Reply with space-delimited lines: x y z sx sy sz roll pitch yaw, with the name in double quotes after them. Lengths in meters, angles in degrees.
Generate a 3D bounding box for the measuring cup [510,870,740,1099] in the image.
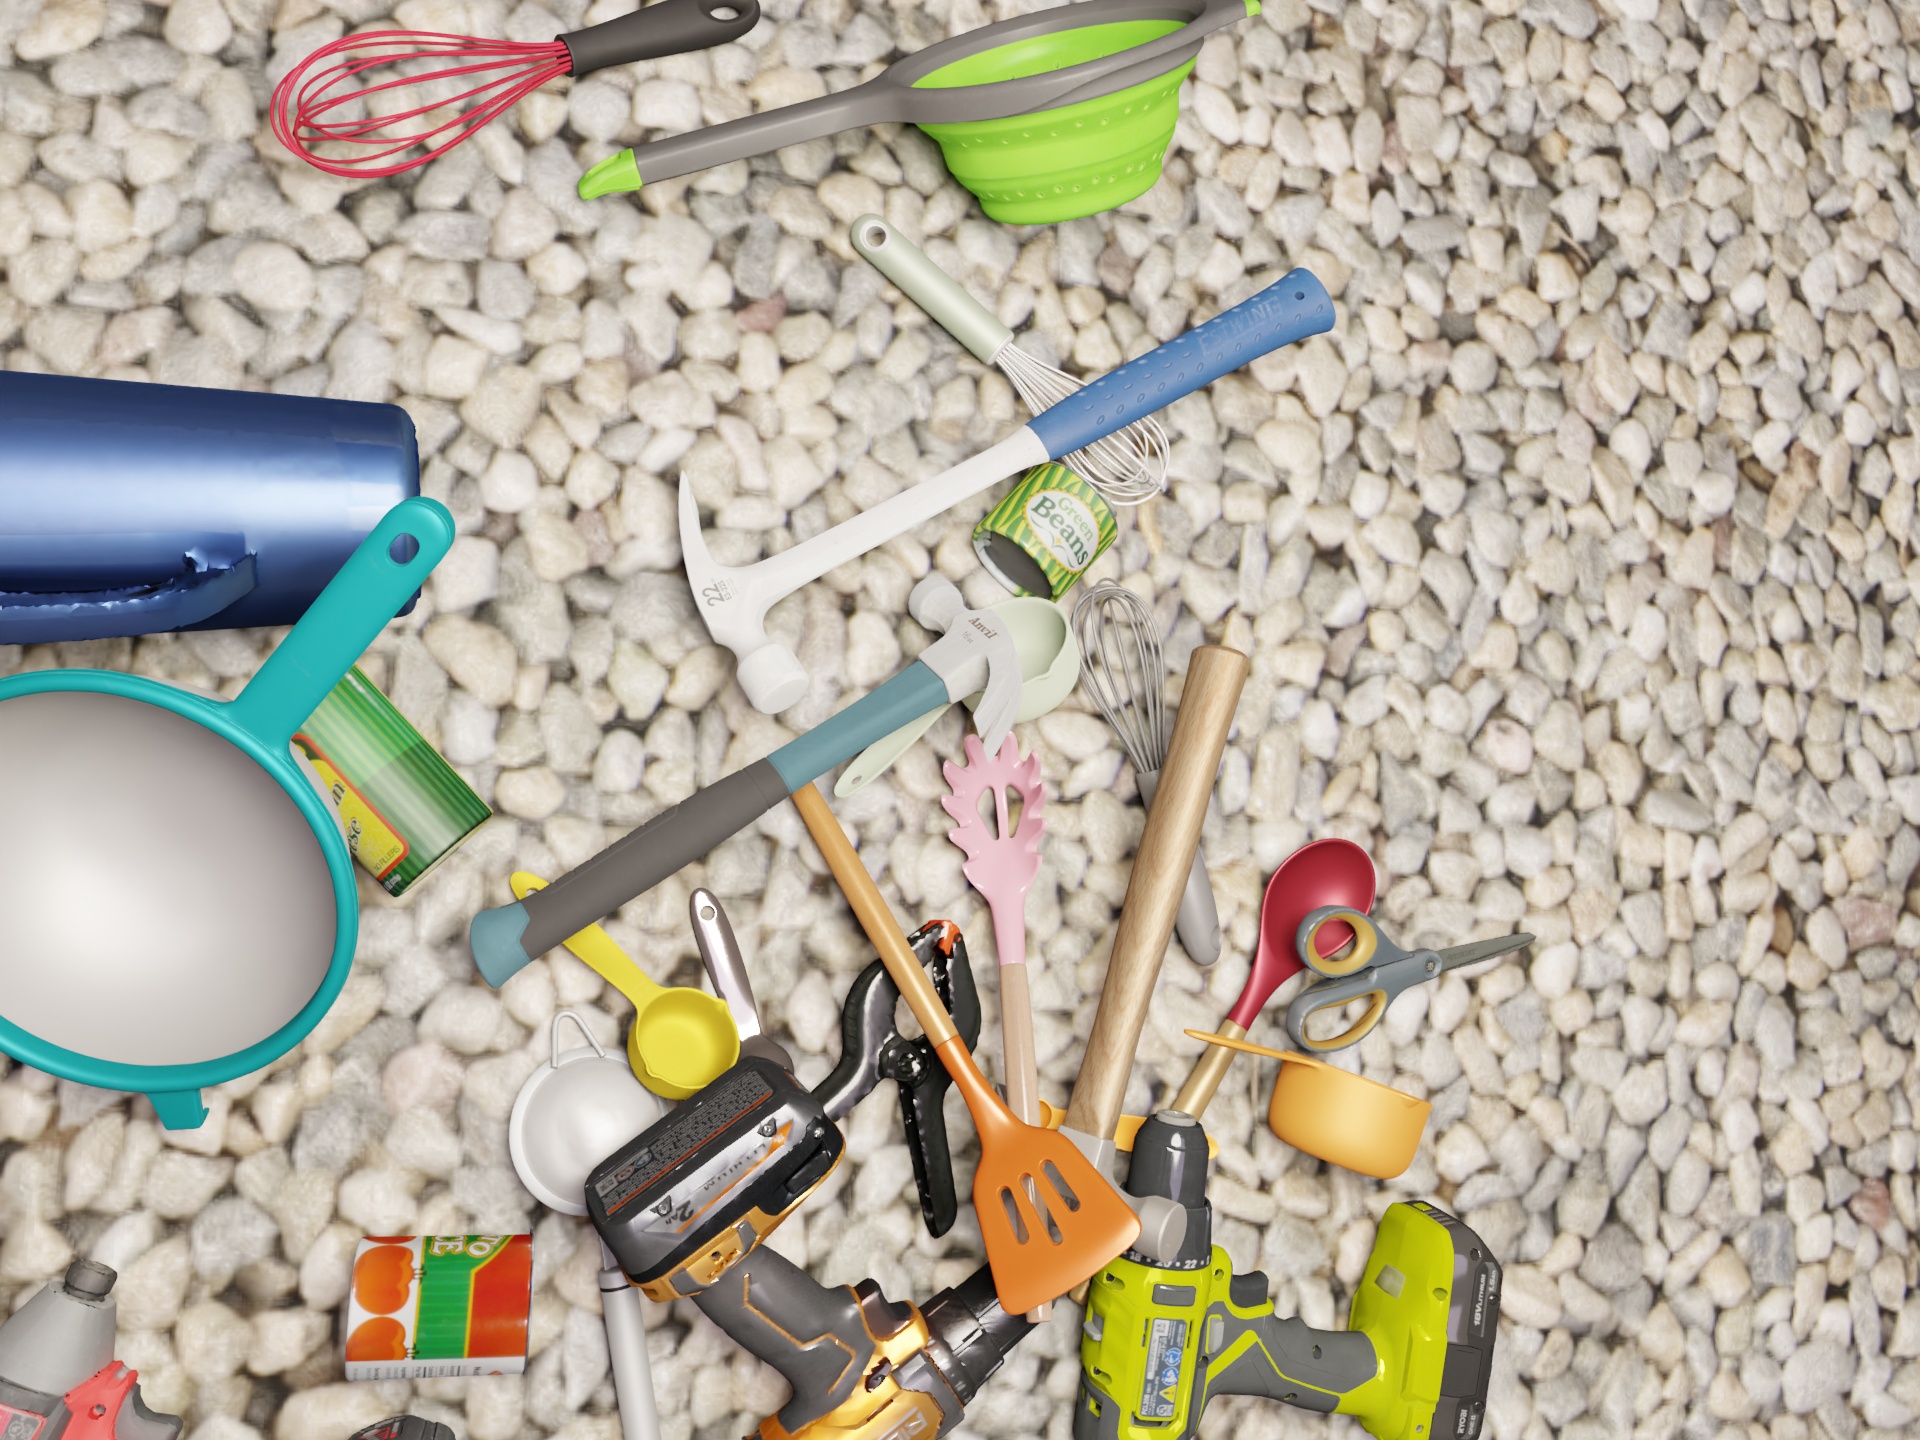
-0.184 0.140 0.845 0.156 0.029 0.062 42 45 6 "measuring cup"

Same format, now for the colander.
-0.020 -0.330 0.932 0.397 0.205 0.094 -17 122 -4 "colander"

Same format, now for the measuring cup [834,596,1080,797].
-0.001 -0.003 0.905 0.167 0.083 0.038 -41 134 -12 "measuring cup"

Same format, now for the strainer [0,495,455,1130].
-0.332 0.017 0.728 0.211 0.095 0.340 41 104 -16 "strainer"

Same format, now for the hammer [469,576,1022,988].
-0.109 0.036 0.844 0.331 0.128 0.033 -32 133 -15 "hammer"

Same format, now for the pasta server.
0.029 0.159 0.867 0.060 0.040 0.316 -7 67 8 "pasta server"

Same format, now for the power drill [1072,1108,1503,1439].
0.181 0.322 0.892 0.228 0.080 0.190 9 89 -15 "power drill"

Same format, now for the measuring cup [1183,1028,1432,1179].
0.188 0.218 0.905 0.173 0.095 0.052 21 84 -27 "measuring cup"

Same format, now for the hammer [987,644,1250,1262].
0.100 0.115 0.882 0.031 0.130 0.331 32 71 -53 "hammer"

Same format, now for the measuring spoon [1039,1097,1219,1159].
0.091 0.235 0.911 0.117 0.011 0.021 11 80 -3 "measuring spoon"

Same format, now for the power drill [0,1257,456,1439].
-0.354 0.349 0.734 0.219 0.078 0.143 24 75 -10 "power drill"

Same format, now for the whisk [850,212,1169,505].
0.030 -0.218 0.957 0.246 0.059 0.058 41 95 -3 "whisk"

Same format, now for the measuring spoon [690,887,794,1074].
-0.121 0.149 0.865 0.034 0.018 0.124 -19 87 -19 "measuring spoon"

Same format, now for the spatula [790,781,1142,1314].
-0.020 0.148 0.840 0.081 0.041 0.323 -32 73 -1 "spatula"

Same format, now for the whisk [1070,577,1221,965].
0.115 0.031 0.944 0.055 0.055 0.239 -17 91 -19 "whisk"

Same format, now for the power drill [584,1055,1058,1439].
-0.061 0.280 0.810 0.185 0.084 0.226 -34 110 -16 "power drill"

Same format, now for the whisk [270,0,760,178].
-0.239 -0.367 0.891 0.296 0.073 0.073 -28 91 -26 "whisk"

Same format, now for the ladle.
0.152 0.203 0.939 0.069 0.031 0.315 38 74 -14 "ladle"

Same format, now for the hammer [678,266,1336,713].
0.031 -0.157 0.898 0.405 0.035 0.144 -29 69 -11 "hammer"

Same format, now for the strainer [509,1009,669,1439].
-0.176 0.278 0.819 0.087 0.050 0.258 -8 87 -33 "strainer"
